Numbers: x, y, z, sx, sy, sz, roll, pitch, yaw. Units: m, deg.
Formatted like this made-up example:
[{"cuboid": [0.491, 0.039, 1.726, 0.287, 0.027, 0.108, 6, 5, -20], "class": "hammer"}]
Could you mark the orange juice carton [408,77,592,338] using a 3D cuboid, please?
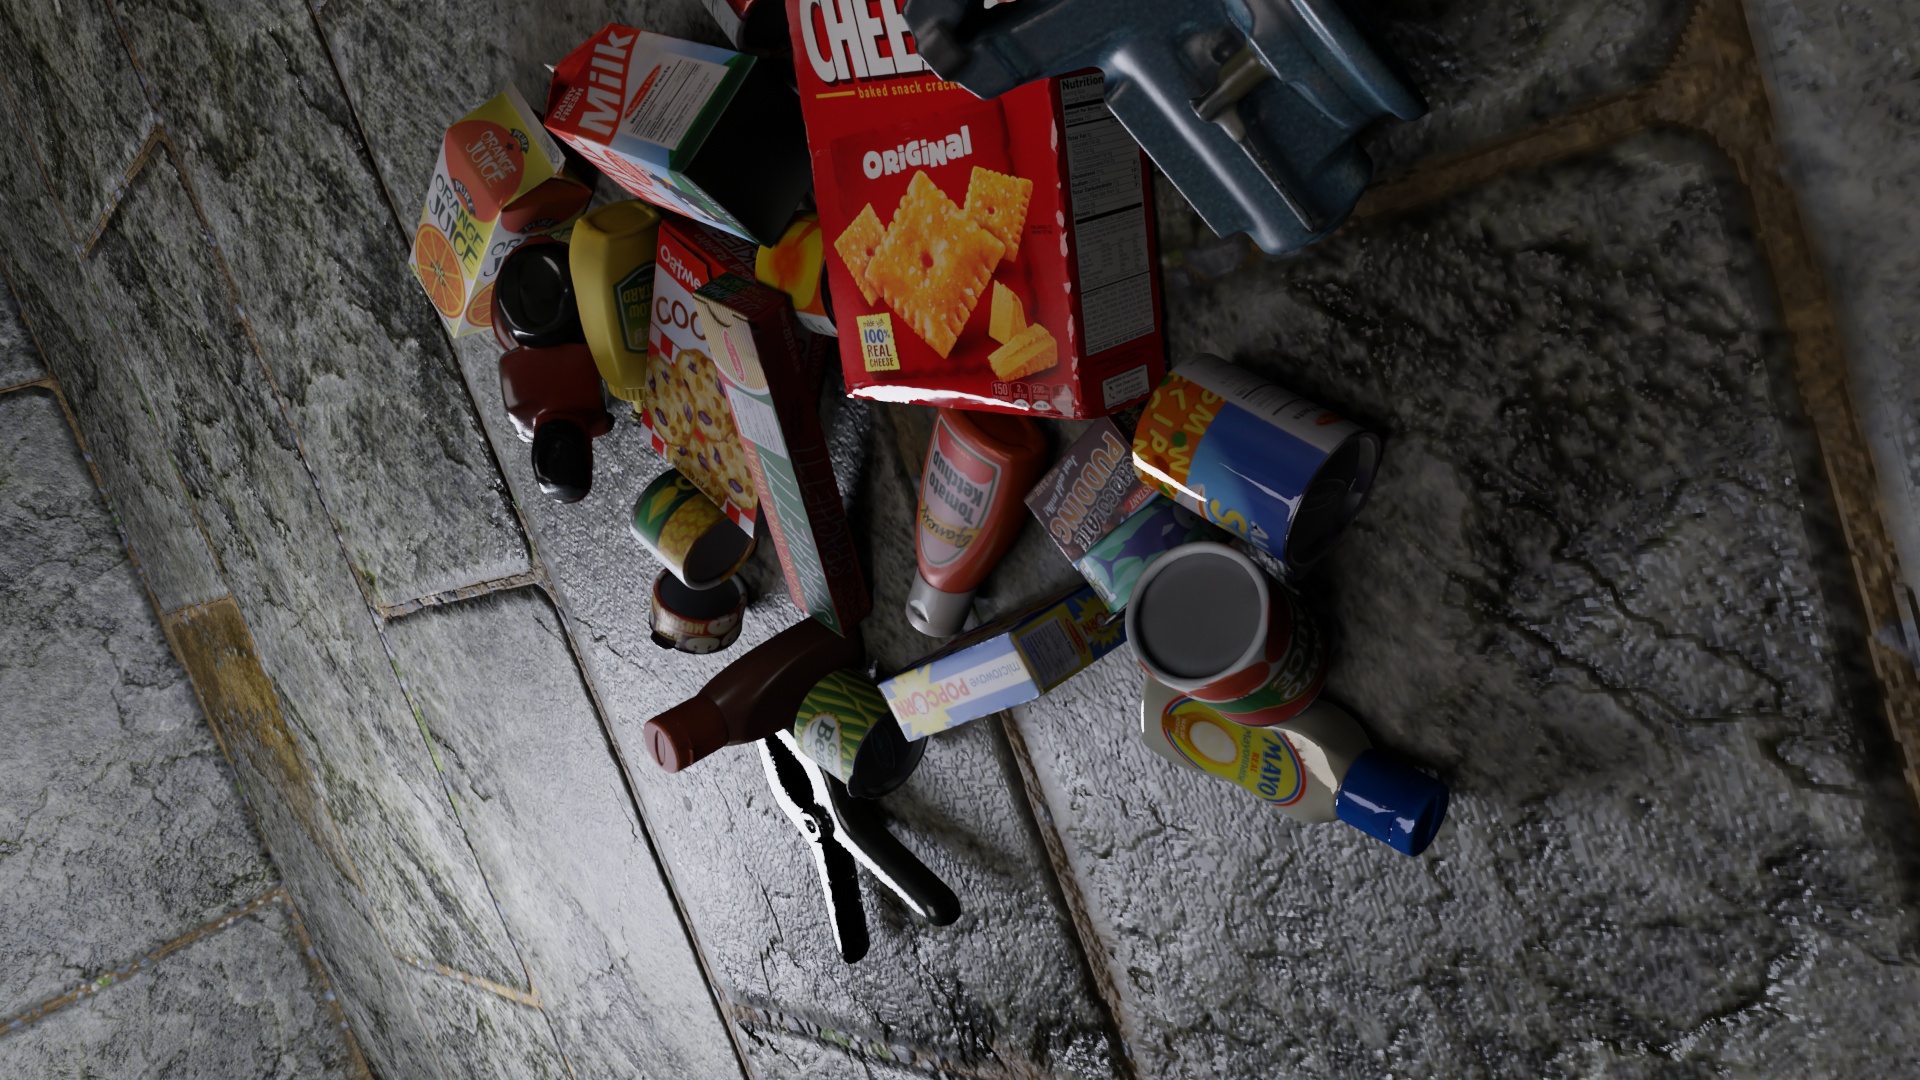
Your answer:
[{"cuboid": [-0.319, -0.230, 0.967, 0.072, 0.073, 0.191, 56, 140, 9], "class": "orange juice carton"}]

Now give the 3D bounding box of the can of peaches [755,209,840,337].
[{"cuboid": [-0.067, -0.146, 0.748, 0.058, 0.071, 0.071, 17, 122, 42], "class": "can of peaches"}]

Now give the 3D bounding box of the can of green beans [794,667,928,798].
[{"cuboid": [-0.063, 0.122, 0.887, 0.058, 0.071, 0.071, 26, 128, 36], "class": "can of green beans"}]

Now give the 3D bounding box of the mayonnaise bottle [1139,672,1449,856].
[{"cuboid": [0.154, 0.099, 0.658, 0.148, 0.041, 0.064, 25, 125, 38], "class": "mayonnaise bottle"}]

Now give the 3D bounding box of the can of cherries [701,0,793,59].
[{"cuboid": [-0.100, -0.290, 0.705, 0.058, 0.072, 0.071, 54, 140, 10], "class": "can of cherries"}]

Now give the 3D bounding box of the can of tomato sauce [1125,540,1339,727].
[{"cuboid": [0.121, 0.042, 0.614, 0.071, 0.083, 0.071, -12, 67, 29], "class": "can of tomato sauce"}]

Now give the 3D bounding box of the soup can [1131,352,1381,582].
[{"cuboid": [0.125, -0.033, 0.598, 0.084, 0.071, 0.071, 33, 132, 32], "class": "soup can"}]

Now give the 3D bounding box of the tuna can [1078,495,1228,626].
[{"cuboid": [0.089, 0.008, 0.657, 0.033, 0.071, 0.070, 55, 140, 12], "class": "tuna can"}]

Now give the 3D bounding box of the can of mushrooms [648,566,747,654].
[{"cuboid": [-0.186, 0.047, 0.975, 0.071, 0.071, 0.033, 41, 134, 25], "class": "can of mushrooms"}]

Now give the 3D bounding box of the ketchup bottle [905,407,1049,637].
[{"cuboid": [0.003, -0.010, 0.762, 0.065, 0.044, 0.148, 44, 137, 28], "class": "ketchup bottle"}]

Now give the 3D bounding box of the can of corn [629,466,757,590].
[{"cuboid": [-0.179, -0.011, 0.942, 0.058, 0.071, 0.070, 39, 135, 26], "class": "can of corn"}]

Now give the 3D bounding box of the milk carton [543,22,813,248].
[{"cuboid": [-0.161, -0.230, 0.769, 0.191, 0.072, 0.073, 29, 85, 41], "class": "milk carton"}]

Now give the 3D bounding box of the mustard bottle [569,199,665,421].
[{"cuboid": [-0.216, -0.142, 0.916, 0.049, 0.065, 0.159, 35, 140, 30], "class": "mustard bottle"}]

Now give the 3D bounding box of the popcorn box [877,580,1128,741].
[{"cuboid": [0.026, 0.062, 0.743, 0.126, 0.085, 0.038, -27, 91, 50], "class": "popcorn box"}]

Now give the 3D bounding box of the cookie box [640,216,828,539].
[{"cuboid": [-0.146, -0.103, 0.874, 0.123, 0.040, 0.166, 40, 135, 26], "class": "cookie box"}]

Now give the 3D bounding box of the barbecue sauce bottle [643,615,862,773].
[{"cuboid": [-0.129, 0.098, 0.880, 0.044, 0.149, 0.064, 32, 131, 31], "class": "barbecue sauce bottle"}]

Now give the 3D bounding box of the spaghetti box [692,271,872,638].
[{"cuboid": [-0.100, -0.042, 0.814, 0.050, 0.029, 0.248, 29, 146, 35], "class": "spaghetti box"}]

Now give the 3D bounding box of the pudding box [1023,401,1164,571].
[{"cuboid": [0.073, -0.027, 0.686, 0.050, 0.030, 0.083, 54, 140, 10], "class": "pudding box"}]
